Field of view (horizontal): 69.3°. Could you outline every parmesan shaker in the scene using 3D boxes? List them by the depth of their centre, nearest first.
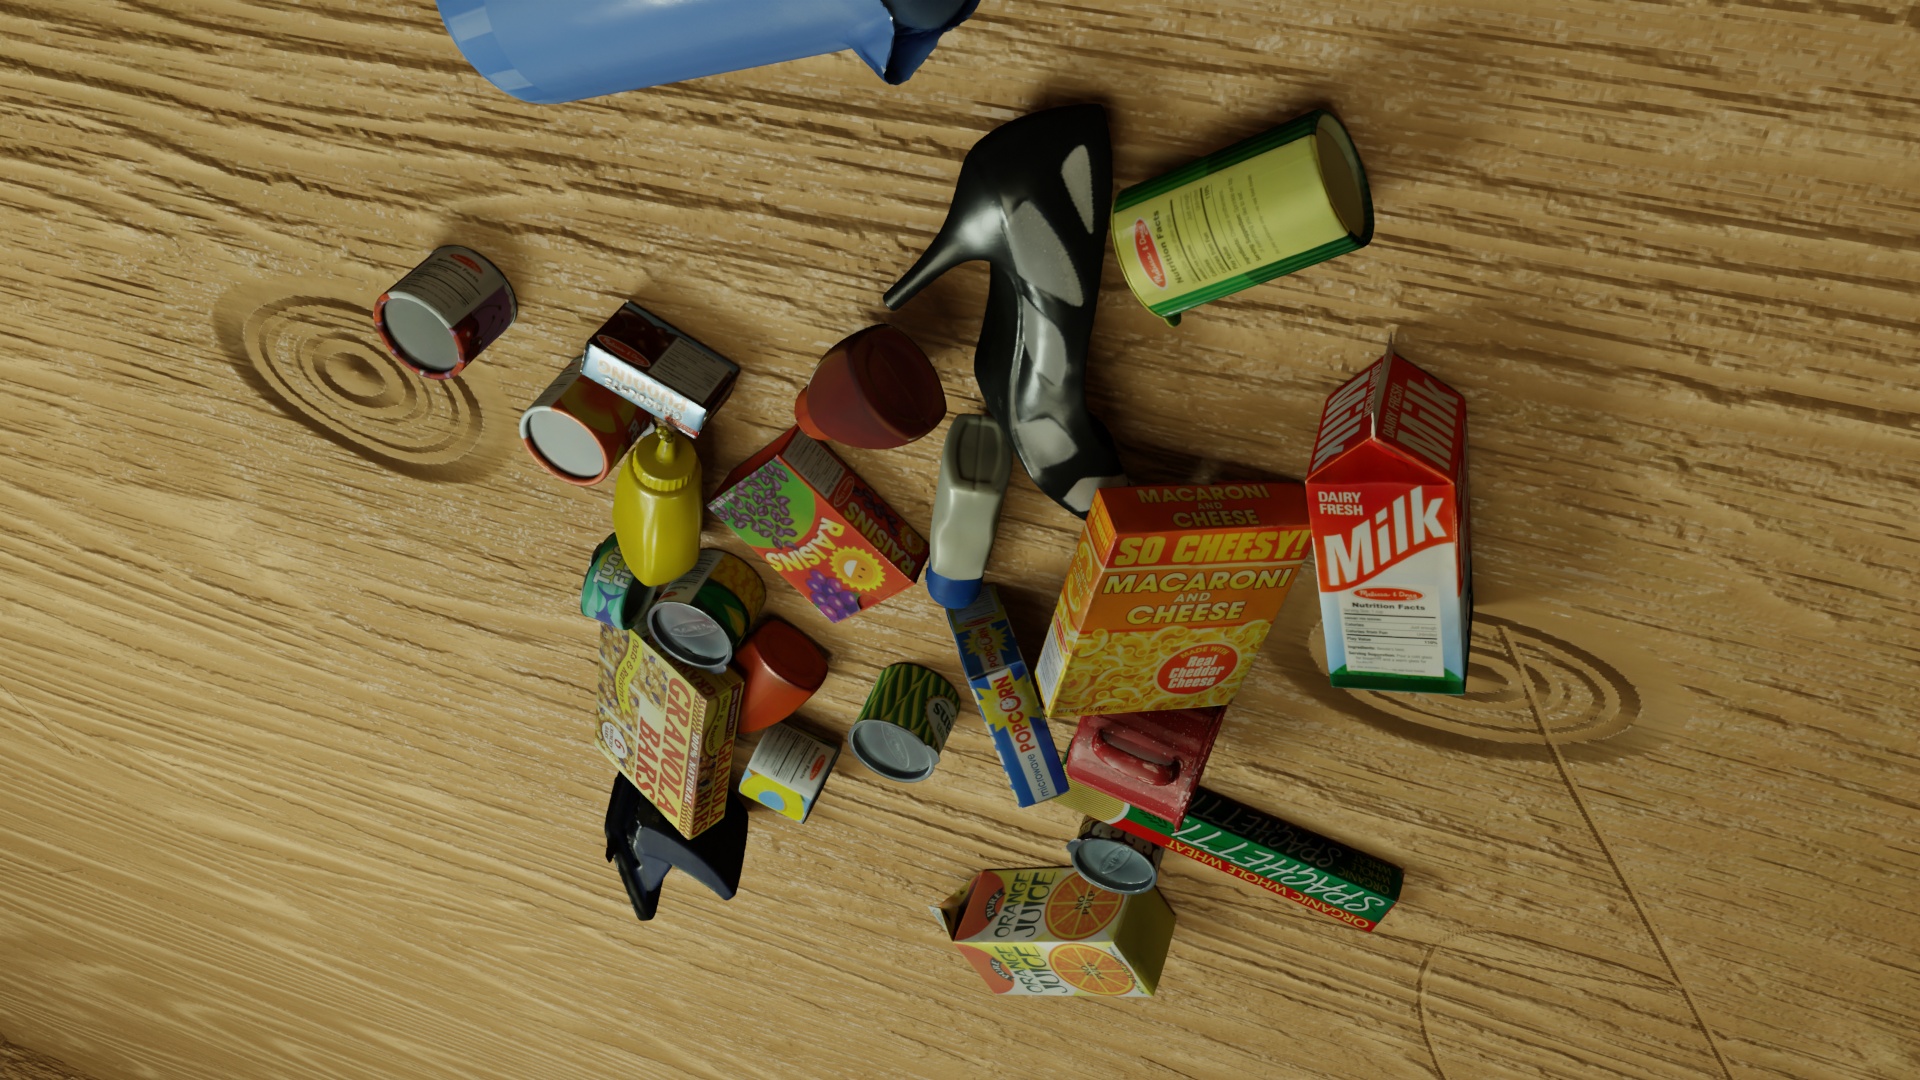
[{"bbox_3d":[0.132,-0.148,0.647,0.103,0.072,0.071,-15,123,35],"label":"parmesan shaker"}]

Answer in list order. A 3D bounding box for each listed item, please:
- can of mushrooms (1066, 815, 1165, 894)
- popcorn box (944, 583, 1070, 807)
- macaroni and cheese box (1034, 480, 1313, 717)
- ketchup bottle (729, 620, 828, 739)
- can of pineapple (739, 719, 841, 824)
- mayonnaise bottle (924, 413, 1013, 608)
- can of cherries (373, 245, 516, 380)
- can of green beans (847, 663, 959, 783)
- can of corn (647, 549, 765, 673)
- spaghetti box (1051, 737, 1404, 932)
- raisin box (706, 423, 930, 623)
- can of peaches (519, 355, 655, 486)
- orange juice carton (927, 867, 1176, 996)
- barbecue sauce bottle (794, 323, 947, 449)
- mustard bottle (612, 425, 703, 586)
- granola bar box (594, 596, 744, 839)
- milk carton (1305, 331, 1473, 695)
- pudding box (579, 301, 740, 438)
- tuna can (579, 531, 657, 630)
[{"bbox_3d":[0.116,0.230,1.039,0.071,0.034,0.070,14,136,14],"label":"can of mushrooms"},{"bbox_3d":[0.031,0.103,0.919,0.038,0.085,0.126,-20,126,1],"label":"popcorn box"},{"bbox_3d":[0.121,0.036,0.808,0.124,0.040,0.165,-2,138,-15],"label":"macaroni and cheese box"},{"bbox_3d":[-0.160,0.117,1.060,0.064,0.044,0.148,42,136,-6],"label":"ketchup bottle"},{"bbox_3d":[-0.134,0.181,1.092,0.058,0.071,0.070,26,137,2],"label":"can of pineapple"},{"bbox_3d":[0.003,-0.011,0.846,0.041,0.065,0.147,7,146,-2],"label":"mayonnaise bottle"},{"bbox_3d":[-0.328,-0.143,0.885,0.071,0.059,0.071,13,135,14],"label":"can of cherries"},{"bbox_3d":[-0.040,0.132,1.004,0.071,0.058,0.071,14,135,14],"label":"can of green beans"},{"bbox_3d":[-0.179,0.051,0.995,0.071,0.058,0.070,14,135,14],"label":"can of corn"},{"bbox_3d":[0.187,0.209,0.987,0.250,0.029,0.049,22,137,6],"label":"spaghetti box"},{"bbox_3d":[-0.092,-0.009,0.911,0.123,0.040,0.086,44,133,-18],"label":"raisin box"},{"bbox_3d":[-0.242,-0.076,0.906,0.071,0.058,0.070,14,135,15],"label":"can of peaches"},{"bbox_3d":[0.066,0.313,1.113,0.192,0.073,0.071,-12,125,35],"label":"orange juice carton"},{"bbox_3d":[-0.058,-0.080,0.777,0.065,0.044,0.148,56,162,-11],"label":"barbecue sauce bottle"},{"bbox_3d":[-0.196,-0.029,0.911,0.065,0.049,0.159,58,152,18],"label":"mustard bottle"},{"bbox_3d":[-0.227,0.133,1.069,0.124,0.039,0.164,38,135,25],"label":"granola bar box"},{"bbox_3d":[0.227,-0.011,0.728,0.073,0.073,0.189,1,132,24],"label":"milk carton"},{"bbox_3d":[-0.185,-0.106,0.856,0.084,0.050,0.030,30,135,-4],"label":"pudding box"},{"bbox_3d":[-0.243,0.028,0.999,0.033,0.071,0.070,20,136,6],"label":"tuna can"}]
